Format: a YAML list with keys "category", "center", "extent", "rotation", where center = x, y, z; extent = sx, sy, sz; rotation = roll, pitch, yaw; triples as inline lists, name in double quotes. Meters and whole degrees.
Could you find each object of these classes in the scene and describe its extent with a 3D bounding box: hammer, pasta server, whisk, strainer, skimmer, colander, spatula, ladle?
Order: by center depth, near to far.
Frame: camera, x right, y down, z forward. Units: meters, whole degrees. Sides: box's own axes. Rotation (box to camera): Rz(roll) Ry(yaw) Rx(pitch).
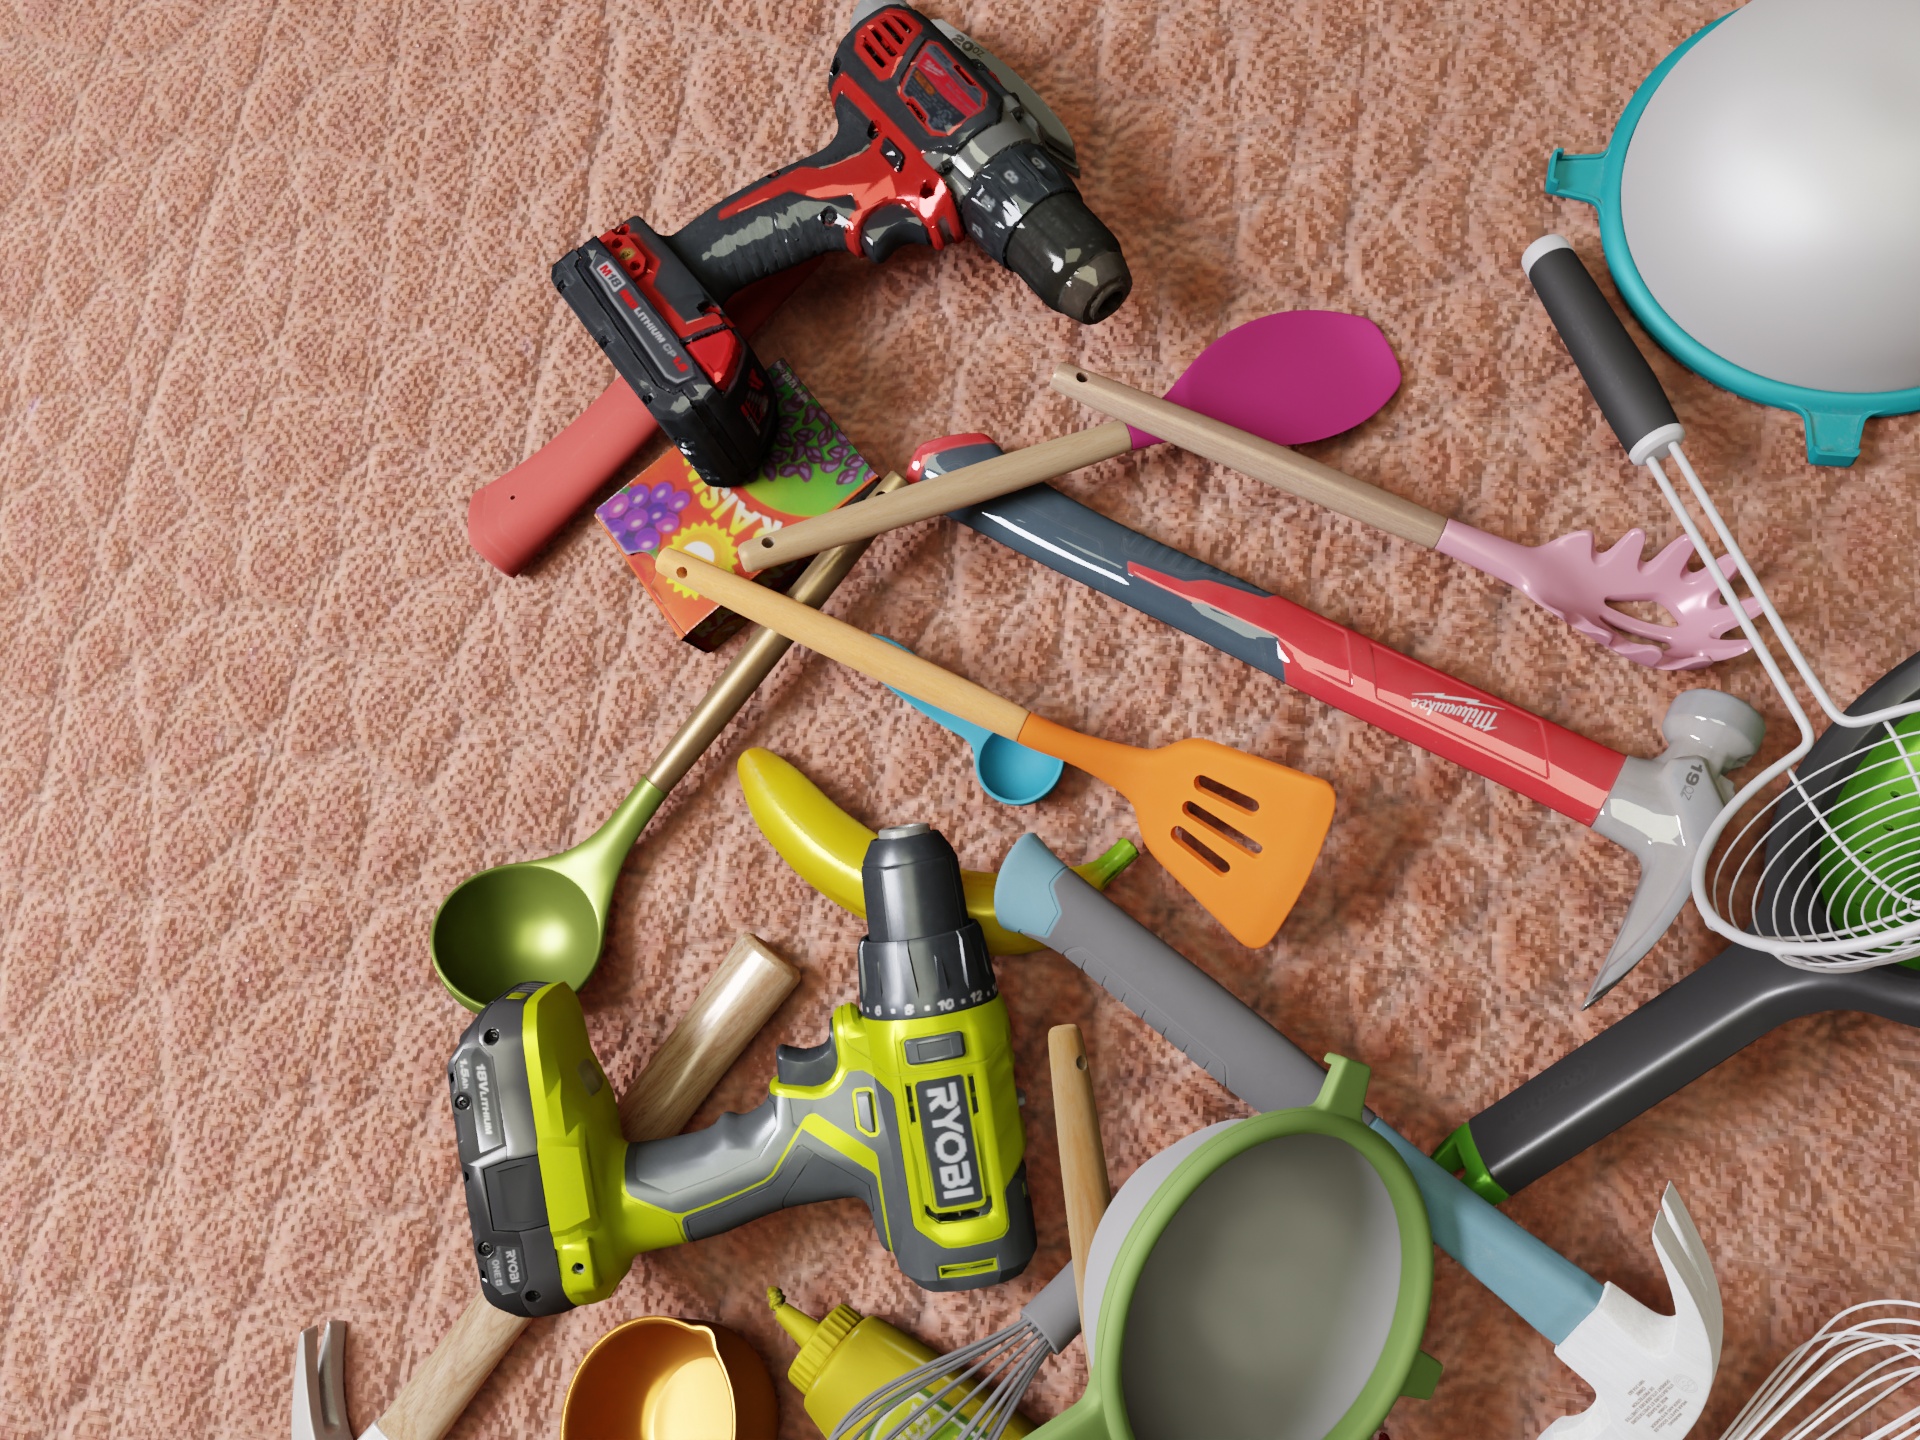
- category: "strainer"
  center: [0.054, 0.229, 0.571]
  extent: [0.256, 0.069, 0.151]
  rotation: [-24, 107, -23]
- category: "whisk"
  center: [0.268, 0.316, 0.600]
  extent: [0.284, 0.070, 0.070]
  rotation: [-39, 72, 9]
- category: "colander"
  center: [0.356, 0.100, 0.603]
  extent: [0.397, 0.205, 0.094]
  rotation: [-41, 107, 18]
- category: "skimmer"
  center: [0.288, -0.073, 0.615]
  extent: [0.127, 0.090, 0.364]
  rotation: [-33, 54, 29]
- category: "hammer"
  center: [0.145, 0.159, 0.632]
  extent: [0.331, 0.033, 0.128]
  rotation: [37, 124, 17]
- category: "whisk"
  center: [0.031, 0.244, 0.642]
  extent: [0.239, 0.055, 0.055]
  rotation: [-38, 71, -20]
- category: "strainer"
  center: [0.439, -0.280, 0.665]
  extent: [0.340, 0.095, 0.211]
  rotation: [-37, 72, 5]
- category: "pasta server"
  center: [0.186, -0.096, 0.692]
  extent: [0.316, 0.040, 0.060]
  rotation: [24, 69, 7]
- category: "hammer"
  center: [0.134, -0.024, 0.700]
  extent: [0.386, 0.038, 0.143]
  rotation: [27, 72, 19]
- category: "spatula"
  center: [0.004, -0.006, 0.702]
  extent: [0.322, 0.041, 0.081]
  rotation: [25, 108, 8]
- category: "hammer"
  center: [-0.188, 0.237, 0.734]
  extent: [0.130, 0.031, 0.331]
  rotation: [36, 88, 17]
- category: "ladle"
  center: [-0.130, 0.009, 0.744]
  extent: [0.078, 0.062, 0.320]
  rotation: [40, 93, 11]
- category: "hammer"
  center: [-0.109, -0.205, 0.809]
  extent: [0.359, 0.036, 0.149]
  rotation: [-46, 72, 0]

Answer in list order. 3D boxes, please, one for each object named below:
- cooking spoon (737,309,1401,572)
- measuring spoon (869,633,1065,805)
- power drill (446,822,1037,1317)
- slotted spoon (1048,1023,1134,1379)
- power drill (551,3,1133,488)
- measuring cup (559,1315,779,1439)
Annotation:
- category: "cooking spoon"
  center: [0.052, -0.123, 0.727]
  extent: [0.319, 0.017, 0.069]
  rotation: [-19, 72, -7]
- category: "measuring spoon"
  center: [-0.001, -0.002, 0.753]
  extent: [0.129, 0.021, 0.042]
  rotation: [38, 85, 27]
- category: "power drill"
  center: [-0.089, 0.152, 0.674]
  extent: [0.228, 0.080, 0.190]
  rotation: [-9, 91, -1]
- category: "slotted spoon"
  center: [0.061, 0.275, 0.613]
  extent: [0.031, 0.070, 0.314]
  rotation: [-12, 83, 45]
- category: "power drill"
  center: [-0.051, -0.208, 0.739]
  extent: [0.226, 0.080, 0.188]
  rotation: [-38, 72, -2]
- category: "measuring cup"
  center: [-0.090, 0.323, 0.666]
  extent: [0.174, 0.052, 0.095]
  rotation: [31, 84, 29]
